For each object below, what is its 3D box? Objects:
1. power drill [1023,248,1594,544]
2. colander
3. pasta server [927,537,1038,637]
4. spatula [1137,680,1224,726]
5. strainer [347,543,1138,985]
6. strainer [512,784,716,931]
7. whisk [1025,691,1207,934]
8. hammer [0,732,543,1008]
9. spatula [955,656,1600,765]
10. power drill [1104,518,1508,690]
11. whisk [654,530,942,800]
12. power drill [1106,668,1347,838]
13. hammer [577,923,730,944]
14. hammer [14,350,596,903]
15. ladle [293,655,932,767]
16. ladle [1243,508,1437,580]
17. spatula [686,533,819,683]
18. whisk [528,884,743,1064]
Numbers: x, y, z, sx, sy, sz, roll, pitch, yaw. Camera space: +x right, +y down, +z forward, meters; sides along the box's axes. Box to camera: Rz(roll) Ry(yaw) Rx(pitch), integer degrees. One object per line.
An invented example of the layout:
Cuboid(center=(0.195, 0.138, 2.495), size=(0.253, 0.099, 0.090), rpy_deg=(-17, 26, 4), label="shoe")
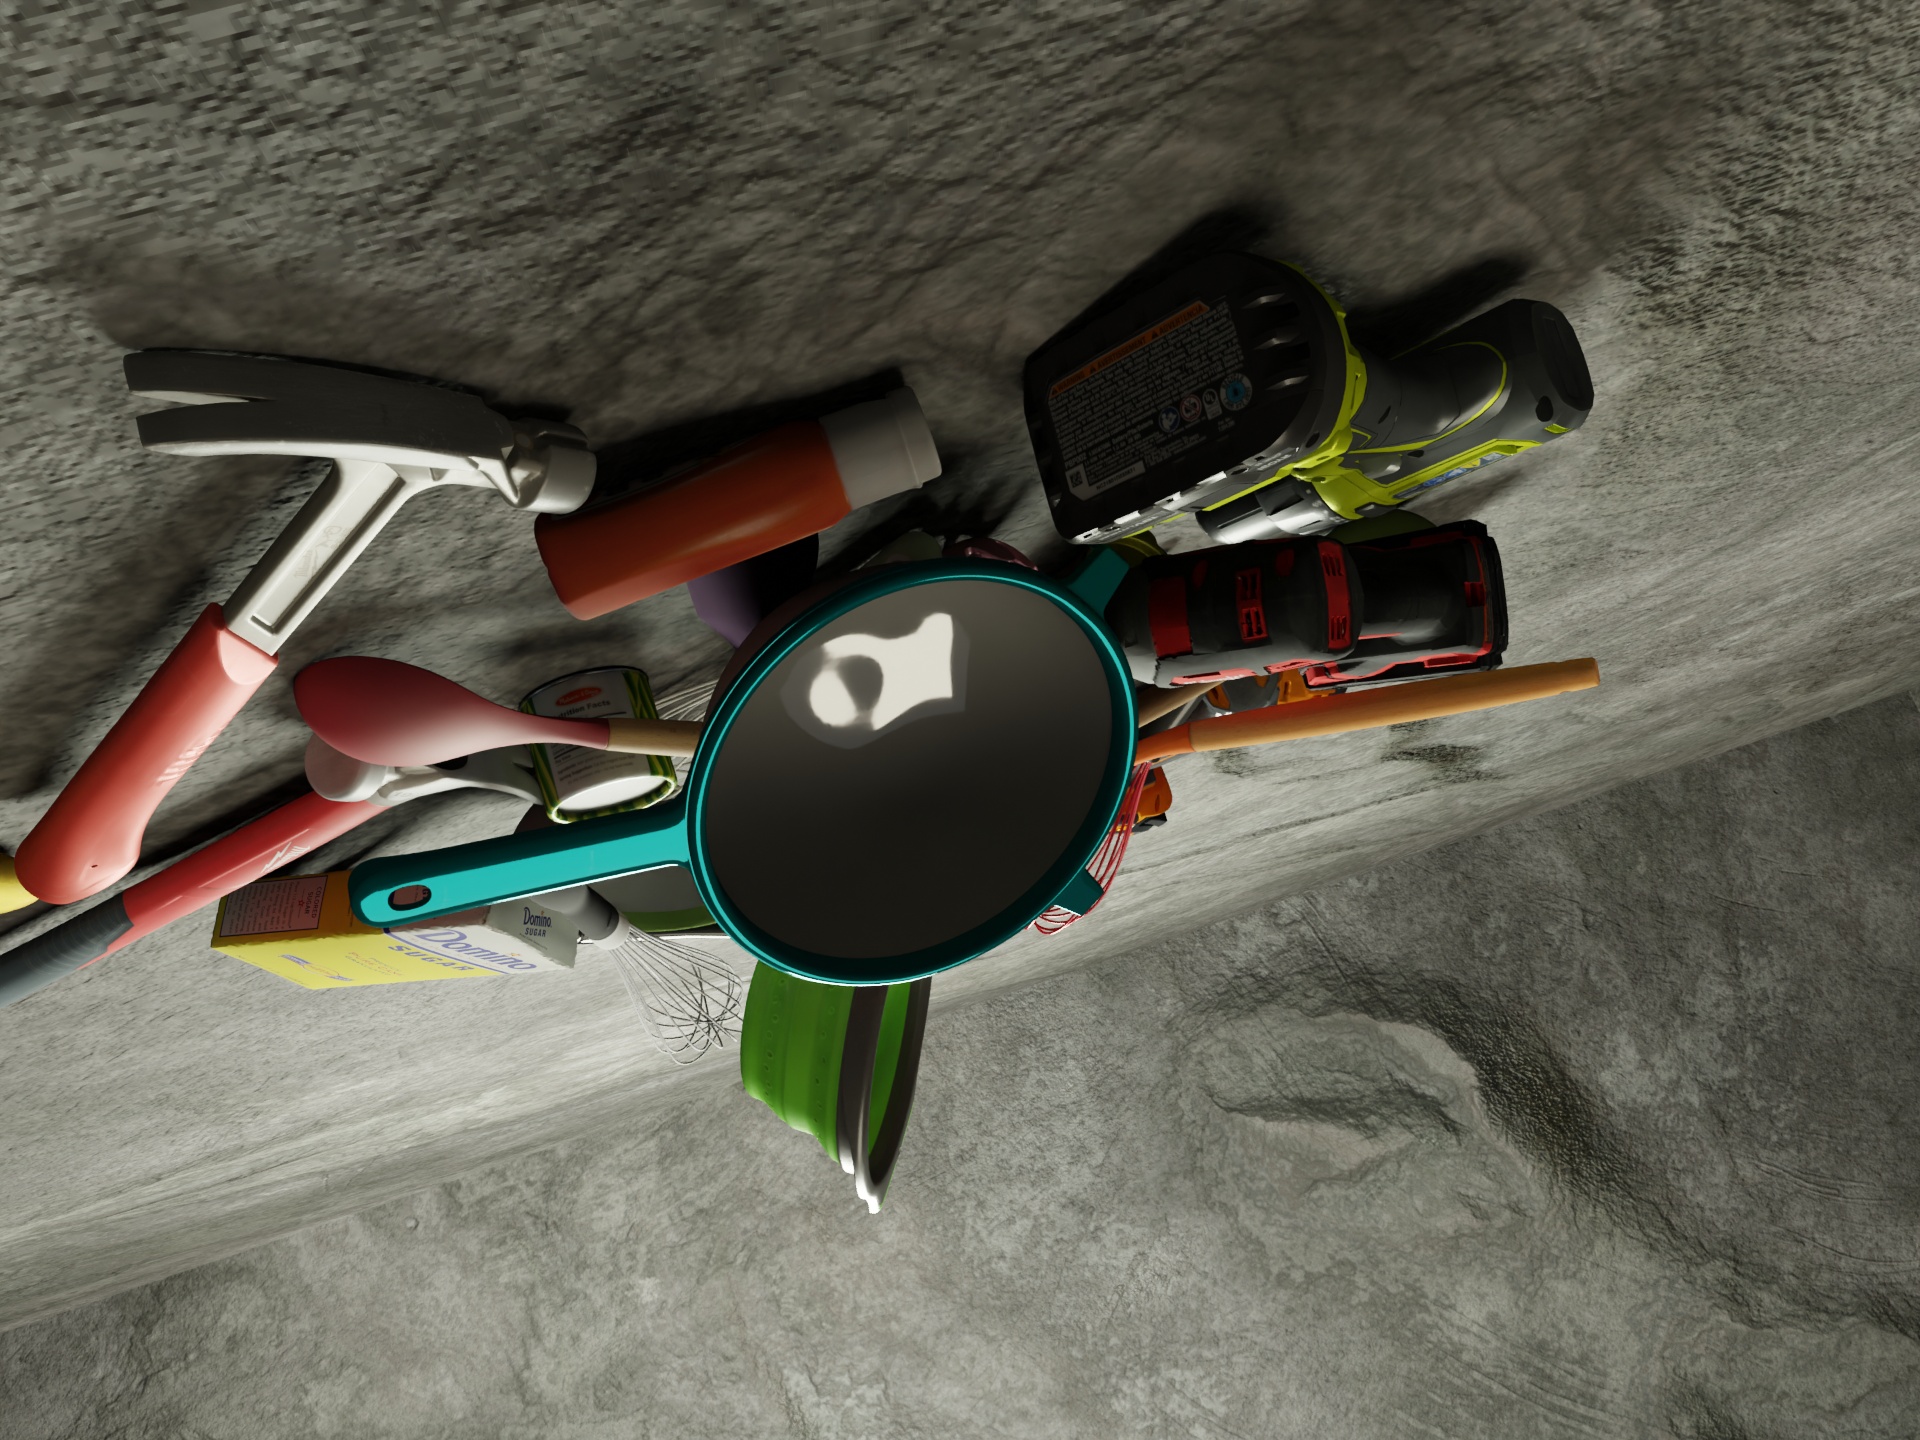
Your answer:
Cuboid(center=(0.135, -0.121, 0.676), size=(0.190, 0.080, 0.228), rpy_deg=(-21, 170, 42), label="power drill")
Cuboid(center=(-0.077, 0.120, 0.959), size=(0.094, 0.205, 0.396), rpy_deg=(8, 122, 8), label="colander")
Cuboid(center=(-0.001, -0.003, 0.879), size=(0.060, 0.040, 0.316), rpy_deg=(-26, 153, -17), label="pasta server")
Cuboid(center=(0.175, -0.030, 0.976), size=(0.317, 0.044, 0.082), rpy_deg=(-27, -152, -19), label="spatula")
Cuboid(center=(-0.091, 0.021, 0.696), size=(0.340, 0.095, 0.210), rpy_deg=(-11, 123, -20), label="strainer")
Cuboid(center=(-0.247, 0.074, 0.937), size=(0.256, 0.069, 0.151), rpy_deg=(-4, 155, 12), label="strainer")
Cuboid(center=(0.114, 0.035, 1.073), size=(0.073, 0.073, 0.295), rpy_deg=(-3, 133, -46), label="whisk")
Cuboid(center=(-0.405, 0.093, 0.836), size=(0.386, 0.038, 0.143), rpy_deg=(-25, 165, 19), label="hammer")
Cuboid(center=(0.133, -0.005, 0.762), size=(0.322, 0.041, 0.081), rpy_deg=(-10, 175, 28), label="spatula")
Cuboid(center=(0.161, -0.052, 0.772), size=(0.143, 0.078, 0.219), rpy_deg=(-7, 179, 43), label="power drill")
Cuboid(center=(-0.096, -0.025, 0.803), size=(0.246, 0.057, 0.059), rpy_deg=(-34, -167, 35), label="whisk")
Cuboid(center=(0.175, 0.007, 1.161), size=(0.226, 0.084, 0.164), rpy_deg=(-35, 160, 34), label="power drill")
Cuboid(center=(-0.217, 0.144, 1.149), size=(0.334, 0.146, 0.035), rpy_deg=(4, 109, -35), label="hammer")
Cuboid(center=(-0.291, -0.014, 0.592), size=(0.359, 0.037, 0.149), rpy_deg=(-34, 159, 36), label="hammer")
Cuboid(center=(-0.140, 0.008, 0.738), size=(0.315, 0.031, 0.069), rpy_deg=(5, 144, -28), label="ladle")
Cuboid(center=(0.137, -0.052, 0.958), size=(0.320, 0.062, 0.078), rpy_deg=(-20, -179, 13), label="ladle")
Cuboid(center=(-0.090, -0.013, 0.764), size=(0.060, 0.018, 0.315), rpy_deg=(-17, 150, -12), label="spatula")
Cuboid(center=(-0.190, 0.130, 0.916), size=(0.070, 0.070, 0.284), rpy_deg=(-20, 147, 4), label="whisk")
